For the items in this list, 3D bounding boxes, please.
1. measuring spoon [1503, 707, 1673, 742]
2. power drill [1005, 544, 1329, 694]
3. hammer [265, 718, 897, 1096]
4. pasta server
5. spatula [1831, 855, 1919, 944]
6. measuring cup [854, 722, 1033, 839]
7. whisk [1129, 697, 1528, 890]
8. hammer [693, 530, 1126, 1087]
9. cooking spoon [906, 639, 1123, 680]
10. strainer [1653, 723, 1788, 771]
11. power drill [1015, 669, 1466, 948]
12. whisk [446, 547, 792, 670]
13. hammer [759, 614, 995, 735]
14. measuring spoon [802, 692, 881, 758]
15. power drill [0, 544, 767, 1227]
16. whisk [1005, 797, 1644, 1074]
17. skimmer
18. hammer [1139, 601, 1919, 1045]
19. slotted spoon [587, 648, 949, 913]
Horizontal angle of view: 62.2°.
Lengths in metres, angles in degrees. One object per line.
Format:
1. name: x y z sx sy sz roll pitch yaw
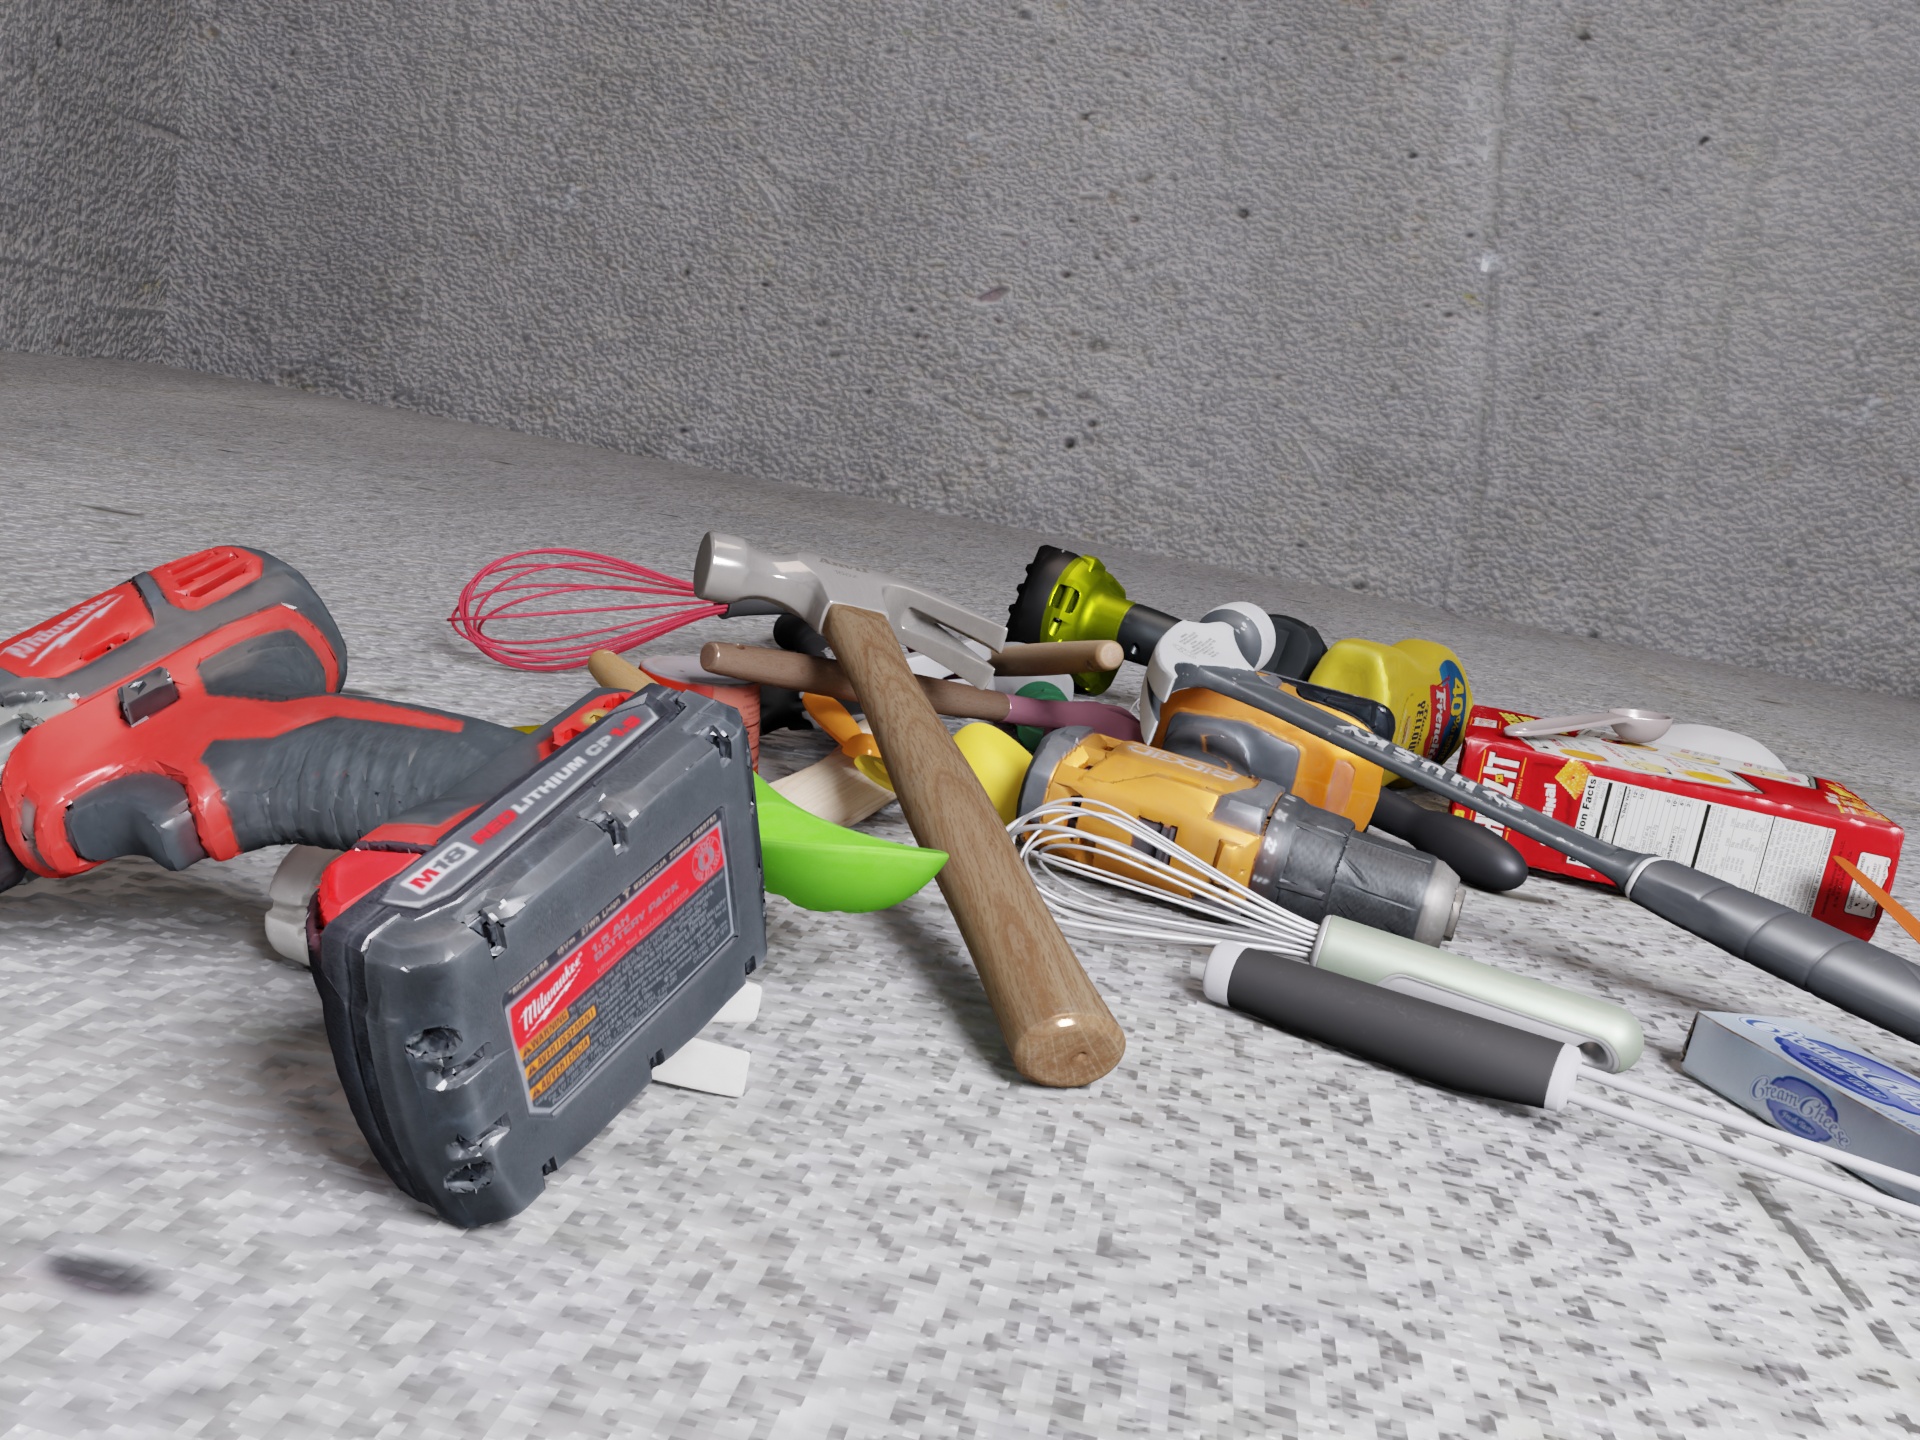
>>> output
1. measuring spoon: 0.343 0.007 0.875 0.124 0.018 0.034 -5 13 -29
2. power drill: 0.156 -0.040 1.088 0.223 0.080 0.171 20 -8 29
3. hammer: -0.068 0.043 0.618 0.146 0.038 0.410 15 12 15
4. pasta server: -0.001 -0.002 0.781 0.316 0.040 0.060 9 15 -47
5. spatula: 0.567 0.123 0.781 0.322 0.041 0.081 9 30 -16
6. measuring cup: -0.001 0.020 0.692 0.062 0.029 0.156 46 12 21
7. whisk: 0.197 0.031 0.890 0.070 0.070 0.285 2 19 -37
8. hammer: -0.012 0.016 0.596 0.130 0.031 0.332 9 26 -24
9. cooking spoon: 0.023 -0.033 0.890 0.017 0.068 0.319 -37 11 -13
10. strainer: 0.546 0.041 1.096 0.256 0.069 0.152 1 14 -34
11. power drill: 0.147 0.038 0.738 0.185 0.084 0.226 17 16 19
12. whisk: -0.162 -0.072 0.960 0.295 0.073 0.073 -7 19 -35
13. hammer: -0.076 -0.040 0.973 0.146 0.035 0.335 -8 11 -8
14. measuring spoon: -0.055 -0.001 0.730 0.021 0.011 0.117 9 12 -19
15. power drill: -0.181 0.035 0.384 0.227 0.080 0.188 17 37 25
16. whisk: 0.127 0.082 0.594 0.246 0.057 0.059 17 47 17
17. skimmer: 0.236 0.103 0.454 0.363 0.090 0.127 14 43 31
18. hammer: 0.255 0.054 0.631 0.409 0.036 0.149 27 23 21
19. slotted spoon: -0.093 0.013 0.585 0.070 0.031 0.314 7 11 -29
